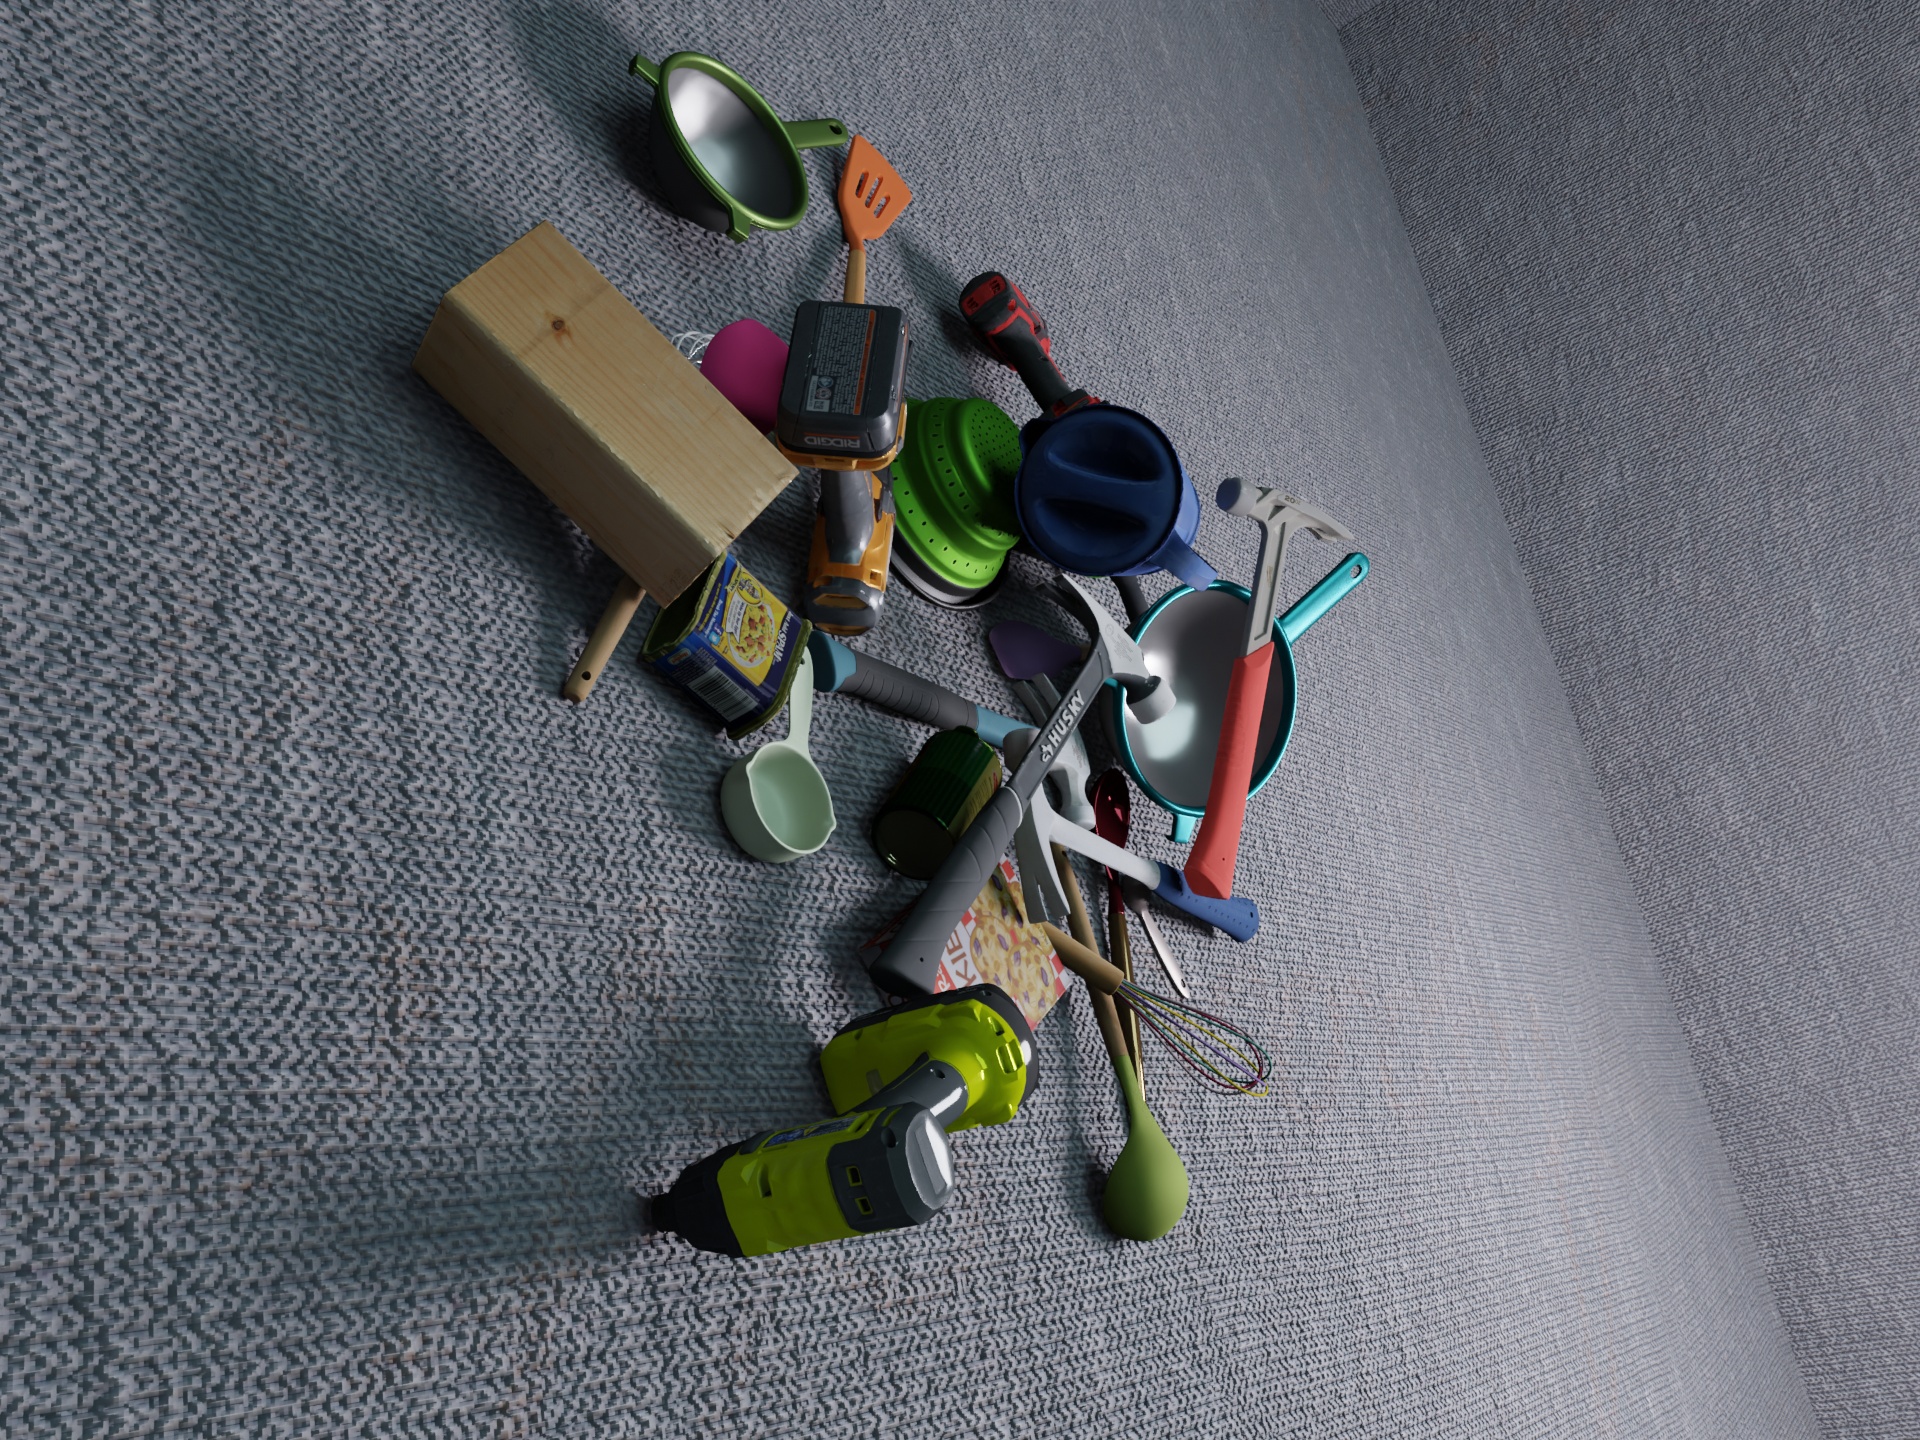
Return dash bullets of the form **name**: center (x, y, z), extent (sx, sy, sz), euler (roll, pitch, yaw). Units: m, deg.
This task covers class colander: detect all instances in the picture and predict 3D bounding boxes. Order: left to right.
- **colander**: center (0.051, -0.191, 1.392), extent (0.396, 0.094, 0.205), euler (12, 60, -52)

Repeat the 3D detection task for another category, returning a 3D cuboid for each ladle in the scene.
- **ladle**: center (0.108, 0.244, 1.248), extent (0.078, 0.062, 0.320), euler (13, 52, -44)
- **ladle**: center (0.134, 0.188, 1.326), extent (0.069, 0.031, 0.316), euler (35, 44, -51)

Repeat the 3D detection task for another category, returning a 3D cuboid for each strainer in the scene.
- **strainer**: center (-0.171, -0.448, 1.266), extent (0.151, 0.069, 0.256), euler (58, 32, -7)
- **strainer**: center (0.241, -0.058, 1.458), extent (0.340, 0.095, 0.210), euler (-39, 114, -25)

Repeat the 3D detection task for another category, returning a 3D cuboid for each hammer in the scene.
- **hammer**: center (-0.002, -0.004, 1.249), extent (0.330, 0.033, 0.128), euler (22, 53, -48)
- **hammer**: center (0.040, 0.045, 1.133), extent (0.149, 0.036, 0.409), euler (52, 43, -16)
- **hammer**: center (0.154, 0.133, 1.329), extent (0.405, 0.035, 0.144), euler (29, 50, -51)
- **hammer**: center (0.255, -0.022, 1.380), extent (0.149, 0.037, 0.359), euler (18, 78, -34)

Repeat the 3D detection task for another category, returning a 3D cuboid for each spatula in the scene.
- **spatula**: center (-0.083, -0.391, 1.365), extent (0.081, 0.041, 0.323), euler (41, 33, -35)
- **spatula**: center (0.118, -0.064, 1.479), extent (0.315, 0.018, 0.060), euler (-2, 65, -55)

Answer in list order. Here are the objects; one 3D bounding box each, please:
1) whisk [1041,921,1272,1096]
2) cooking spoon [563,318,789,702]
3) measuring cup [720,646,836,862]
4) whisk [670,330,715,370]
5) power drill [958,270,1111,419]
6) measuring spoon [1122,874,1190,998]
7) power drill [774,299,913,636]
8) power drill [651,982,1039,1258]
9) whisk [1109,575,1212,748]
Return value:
- **whisk**: center (0.138, 0.216, 1.223), extent (0.245, 0.051, 0.047), euler (34, 50, -3)
- **cooking spoon**: center (-0.181, -0.141, 1.022), extent (0.068, 0.017, 0.319), euler (36, 56, -24)
- **measuring cup**: center (-0.121, 0.019, 1.057), extent (0.083, 0.038, 0.168), euler (37, 40, -38)
- **whisk**: center (-0.145, -0.258, 1.198), extent (0.246, 0.059, 0.058), euler (-17, 94, -63)
- **power drill**: center (0.085, -0.314, 1.504), extent (0.220, 0.078, 0.143), euler (60, 13, 25)
- **measuring spoon**: center (0.177, 0.188, 1.395), extent (0.124, 0.018, 0.034), euler (63, 32, -5)
- **power drill**: center (-0.076, -0.194, 1.130), extent (0.226, 0.084, 0.185), euler (92, 3, -57)
- **power drill**: center (-0.058, 0.229, 0.901), extent (0.223, 0.171, 0.080), euler (-23, 94, -66)
- **whisk**: center (0.188, -0.059, 1.512), extent (0.070, 0.070, 0.284), euler (-38, 108, -57)
